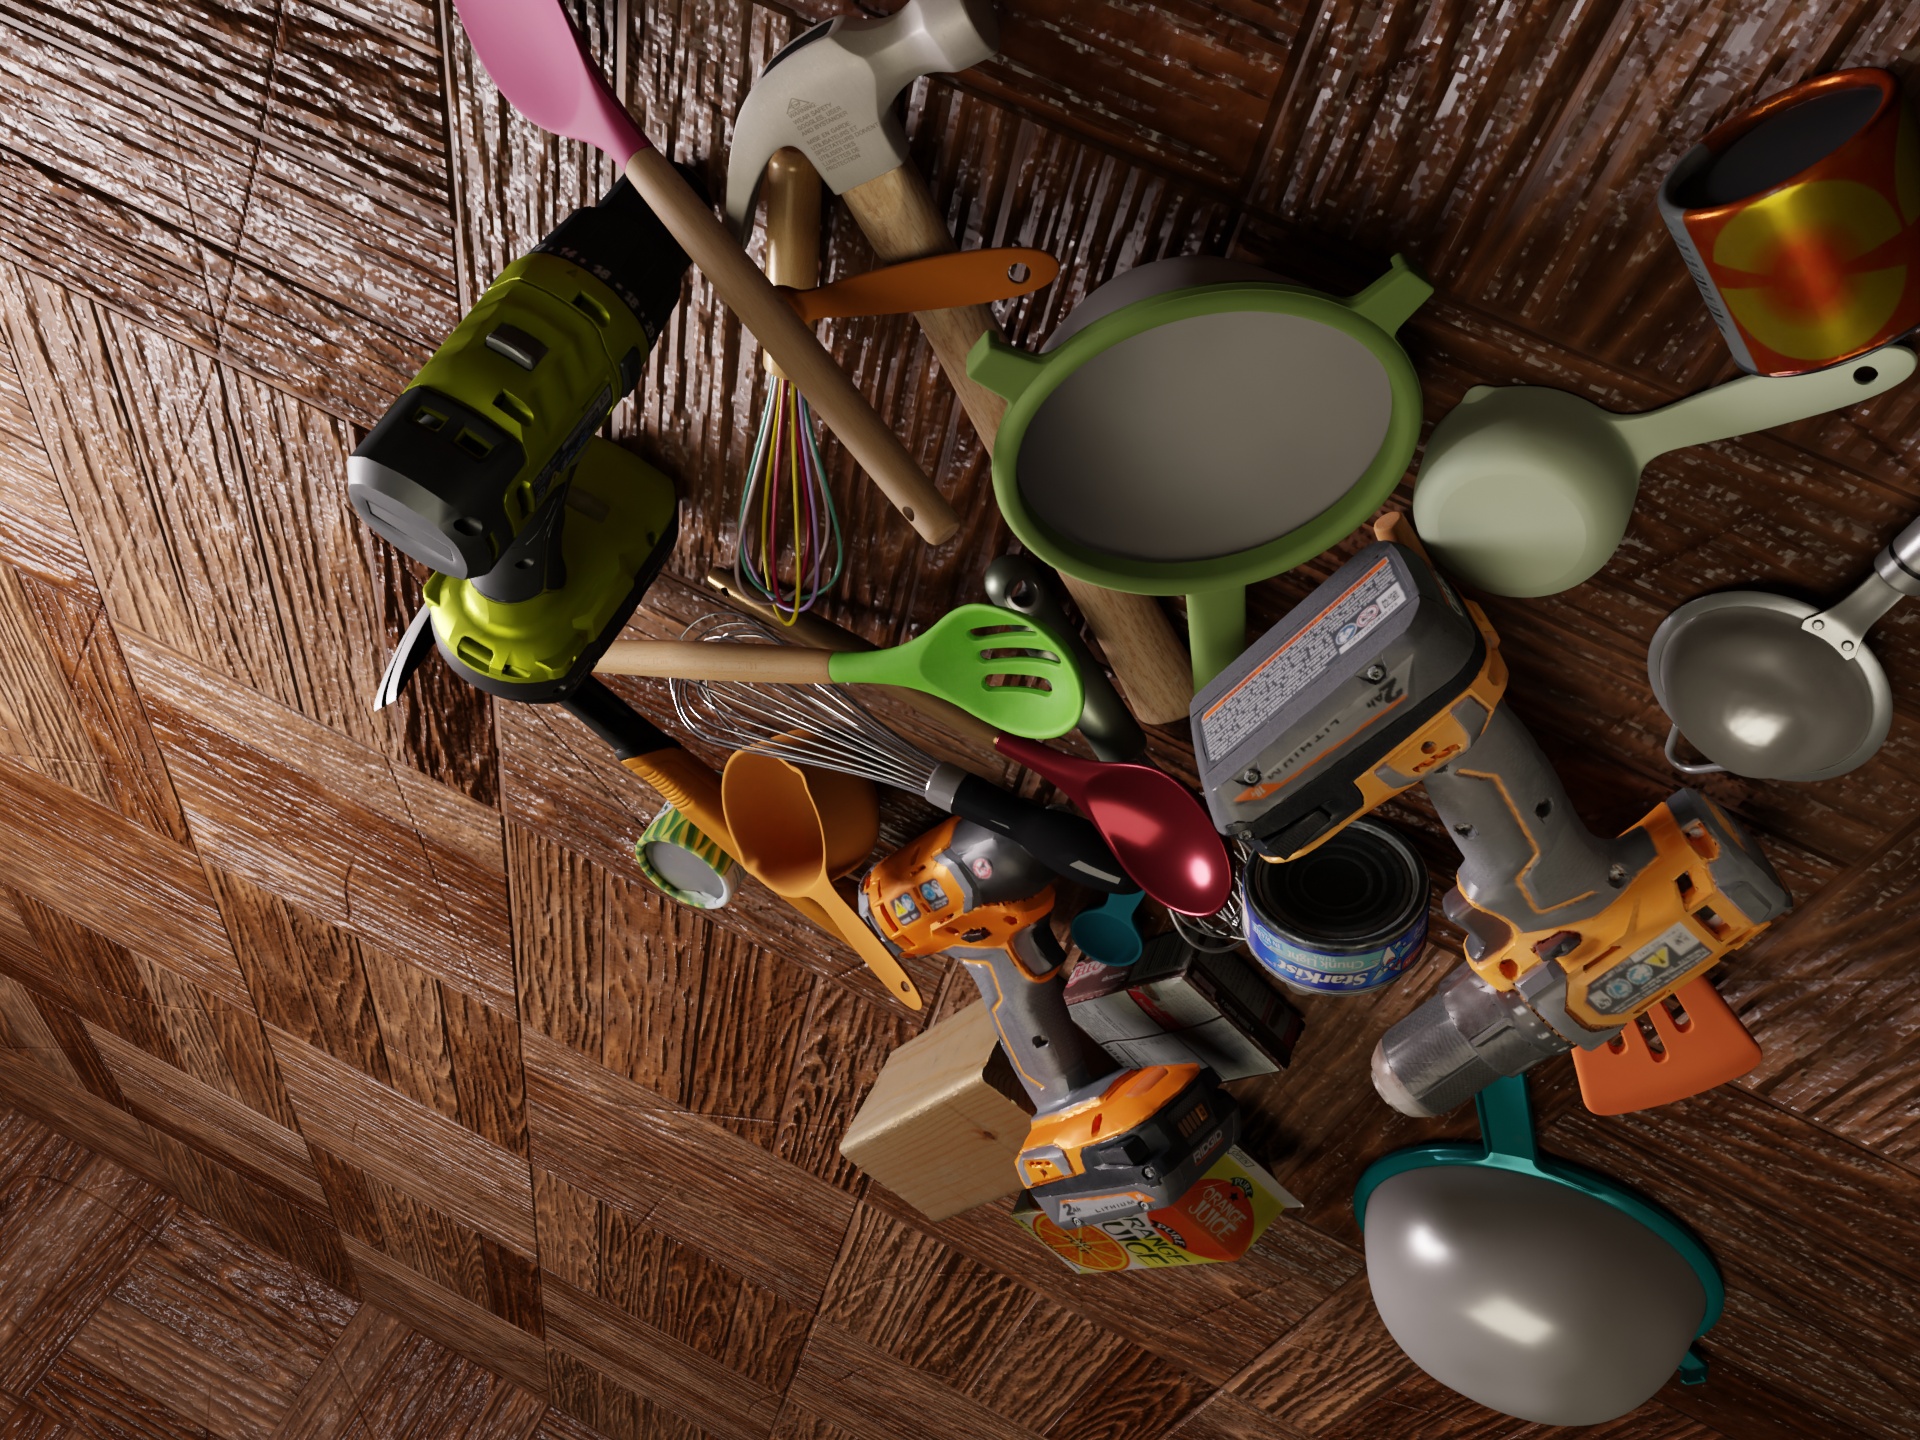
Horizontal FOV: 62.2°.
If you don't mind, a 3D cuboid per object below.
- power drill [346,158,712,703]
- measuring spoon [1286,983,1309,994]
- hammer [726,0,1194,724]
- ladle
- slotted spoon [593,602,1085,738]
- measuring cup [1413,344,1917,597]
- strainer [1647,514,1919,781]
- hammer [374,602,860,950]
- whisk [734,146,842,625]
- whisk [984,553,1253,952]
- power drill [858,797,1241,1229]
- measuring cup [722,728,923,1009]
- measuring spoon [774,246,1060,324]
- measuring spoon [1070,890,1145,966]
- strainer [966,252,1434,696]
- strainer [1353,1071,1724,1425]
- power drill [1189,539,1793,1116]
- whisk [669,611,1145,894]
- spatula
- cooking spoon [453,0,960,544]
[{"bbox_3d":[-0.171,-0.116,0.687,0.080,0.191,0.228,30,157,1],"label":"power drill"},{"bbox_3d":[0.181,0.108,0.823,0.034,0.018,0.124,13,146,15],"label":"measuring spoon"},{"bbox_3d":[0.019,-0.120,0.641,0.130,0.031,0.331,-15,128,25],"label":"hammer"},{"bbox_3d":[-0.001,-0.002,0.761,0.315,0.031,0.069,30,132,22],"label":"ladle"},{"bbox_3d":[-0.081,-0.029,0.759,0.314,0.031,0.070,3,127,27],"label":"slotted spoon"},{"bbox_3d":[0.232,-0.087,0.542,0.167,0.038,0.083,-15,124,46],"label":"measuring cup"},{"bbox_3d":[0.313,-0.046,0.538,0.087,0.050,0.258,39,141,13],"label":"strainer"},{"bbox_3d":[-0.162,0.038,0.899,0.336,0.127,0.034,42,147,-23],"label":"hammer"},{"bbox_3d":[-0.073,-0.134,0.693,0.051,0.047,0.244,9,137,-1],"label":"whisk"},{"bbox_3d":[0.083,0.020,0.763,0.246,0.058,0.059,54,175,-22],"label":"whisk"},{"bbox_3d":[0.051,0.149,0.854,0.164,0.084,0.226,-36,85,49],"label":"power drill"},{"bbox_3d":[-0.059,0.079,0.868,0.174,0.052,0.095,50,136,16],"label":"measuring cup"},{"bbox_3d":[-0.021,-0.156,0.583,0.117,0.011,0.021,-5,132,16],"label":"measuring spoon"},{"bbox_3d":[0.093,0.085,0.855,0.042,0.021,0.128,25,133,9],"label":"measuring spoon"},{"bbox_3d":[0.093,-0.089,0.618,0.151,0.069,0.256,-9,147,6],"label":"strainer"},{"bbox_3d":[0.305,0.300,0.886,0.211,0.095,0.340,5,137,30],"label":"strainer"},{"bbox_3d":[0.191,0.059,0.637,0.226,0.084,0.185,38,115,-20],"label":"power drill"},{"bbox_3d":[-0.034,0.020,0.800,0.285,0.070,0.070,25,143,19],"label":"whisk"},{"bbox_3d":[0.249,0.045,0.679,0.081,0.041,0.322,-25,117,21],"label":"spatula"},{"bbox_3d":[-0.102,-0.187,0.583,0.319,0.017,0.068,52,144,11],"label":"cooking spoon"}]
